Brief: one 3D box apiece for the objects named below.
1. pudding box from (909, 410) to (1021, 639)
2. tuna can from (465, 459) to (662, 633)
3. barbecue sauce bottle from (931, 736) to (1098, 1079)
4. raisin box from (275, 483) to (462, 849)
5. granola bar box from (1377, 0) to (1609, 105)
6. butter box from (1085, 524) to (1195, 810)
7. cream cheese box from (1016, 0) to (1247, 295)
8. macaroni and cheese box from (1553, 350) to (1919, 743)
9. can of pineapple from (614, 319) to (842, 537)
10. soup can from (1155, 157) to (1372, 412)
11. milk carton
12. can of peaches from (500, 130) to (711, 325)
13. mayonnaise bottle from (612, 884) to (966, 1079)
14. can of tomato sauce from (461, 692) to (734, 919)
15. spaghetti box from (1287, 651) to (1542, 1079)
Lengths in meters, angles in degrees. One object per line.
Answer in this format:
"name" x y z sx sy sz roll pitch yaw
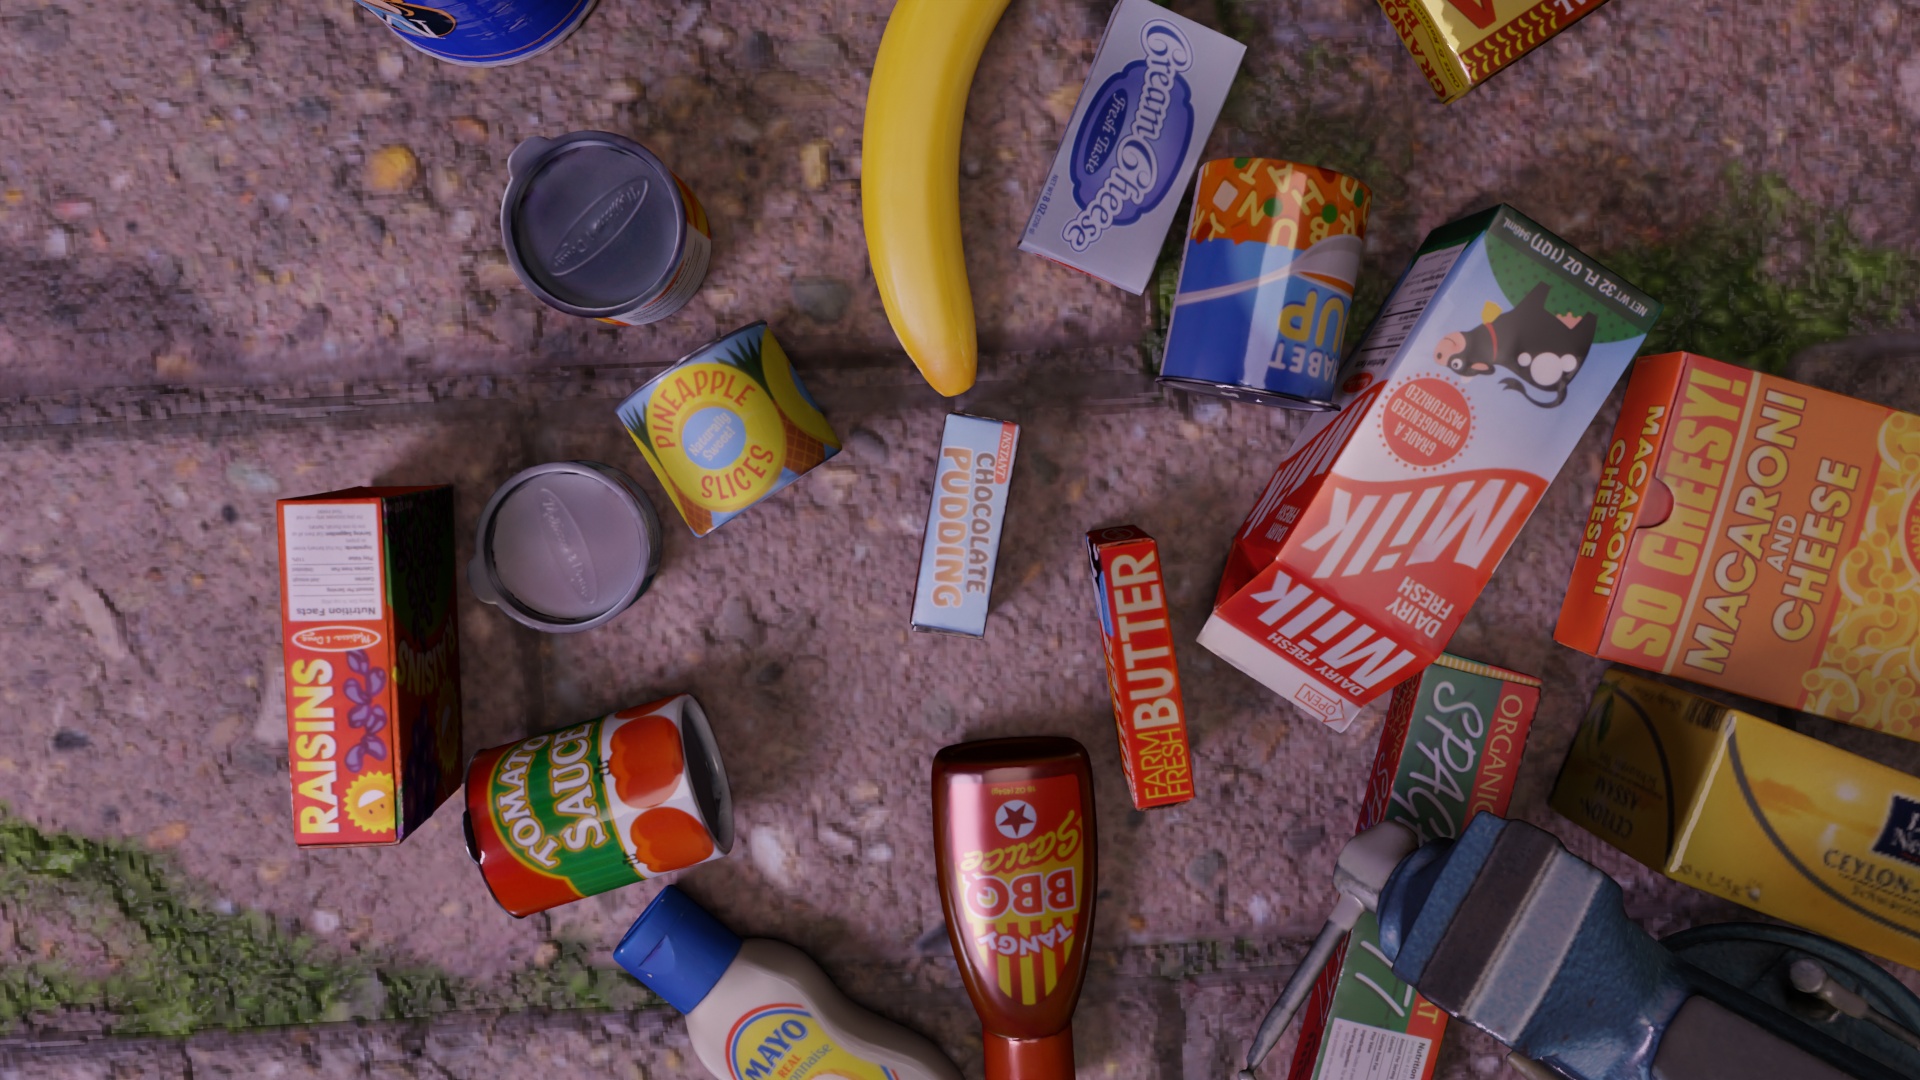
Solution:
"pudding box" 0.002 -0.007 0.536 0.030 0.050 0.083 10 94 0
"tuna can" -0.154 0.003 0.542 0.071 0.033 0.071 0 94 -1
"barbecue sauce bottle" 0.024 0.155 0.552 0.065 0.044 0.148 -4 95 -2
"raisin box" -0.216 0.042 0.517 0.040 0.086 0.123 -1 95 -6
"granola bar box" 0.225 -0.265 0.527 0.165 0.039 0.124 -33 94 1
"butter box" 0.069 0.048 0.540 0.024 0.053 0.103 -9 95 2
"cream cheese box" 0.066 -0.152 0.539 0.053 0.024 0.103 22 94 -4
"macaroni and cheese box" 0.338 0.005 0.549 0.166 0.040 0.123 15 93 -3
"can of pineapple" -0.087 -0.041 0.522 0.071 0.071 0.058 -32 95 1
"soup can" 0.117 -0.094 0.522 0.071 0.071 0.083 11 94 -2
"milk carton" 0.169 -0.024 0.527 0.072 0.073 0.190 32 93 -4
"can of peaches" -0.132 -0.117 0.521 0.071 0.058 0.071 0 95 0
"mayonnaise bottle" -0.070 0.197 0.554 0.148 0.041 0.064 40 95 -4
"can of tomato sauce" -0.137 0.100 0.531 0.083 0.071 0.071 -16 95 0
"spaghetti box" 0.176 0.167 0.564 0.050 0.029 0.249 14 94 -2
